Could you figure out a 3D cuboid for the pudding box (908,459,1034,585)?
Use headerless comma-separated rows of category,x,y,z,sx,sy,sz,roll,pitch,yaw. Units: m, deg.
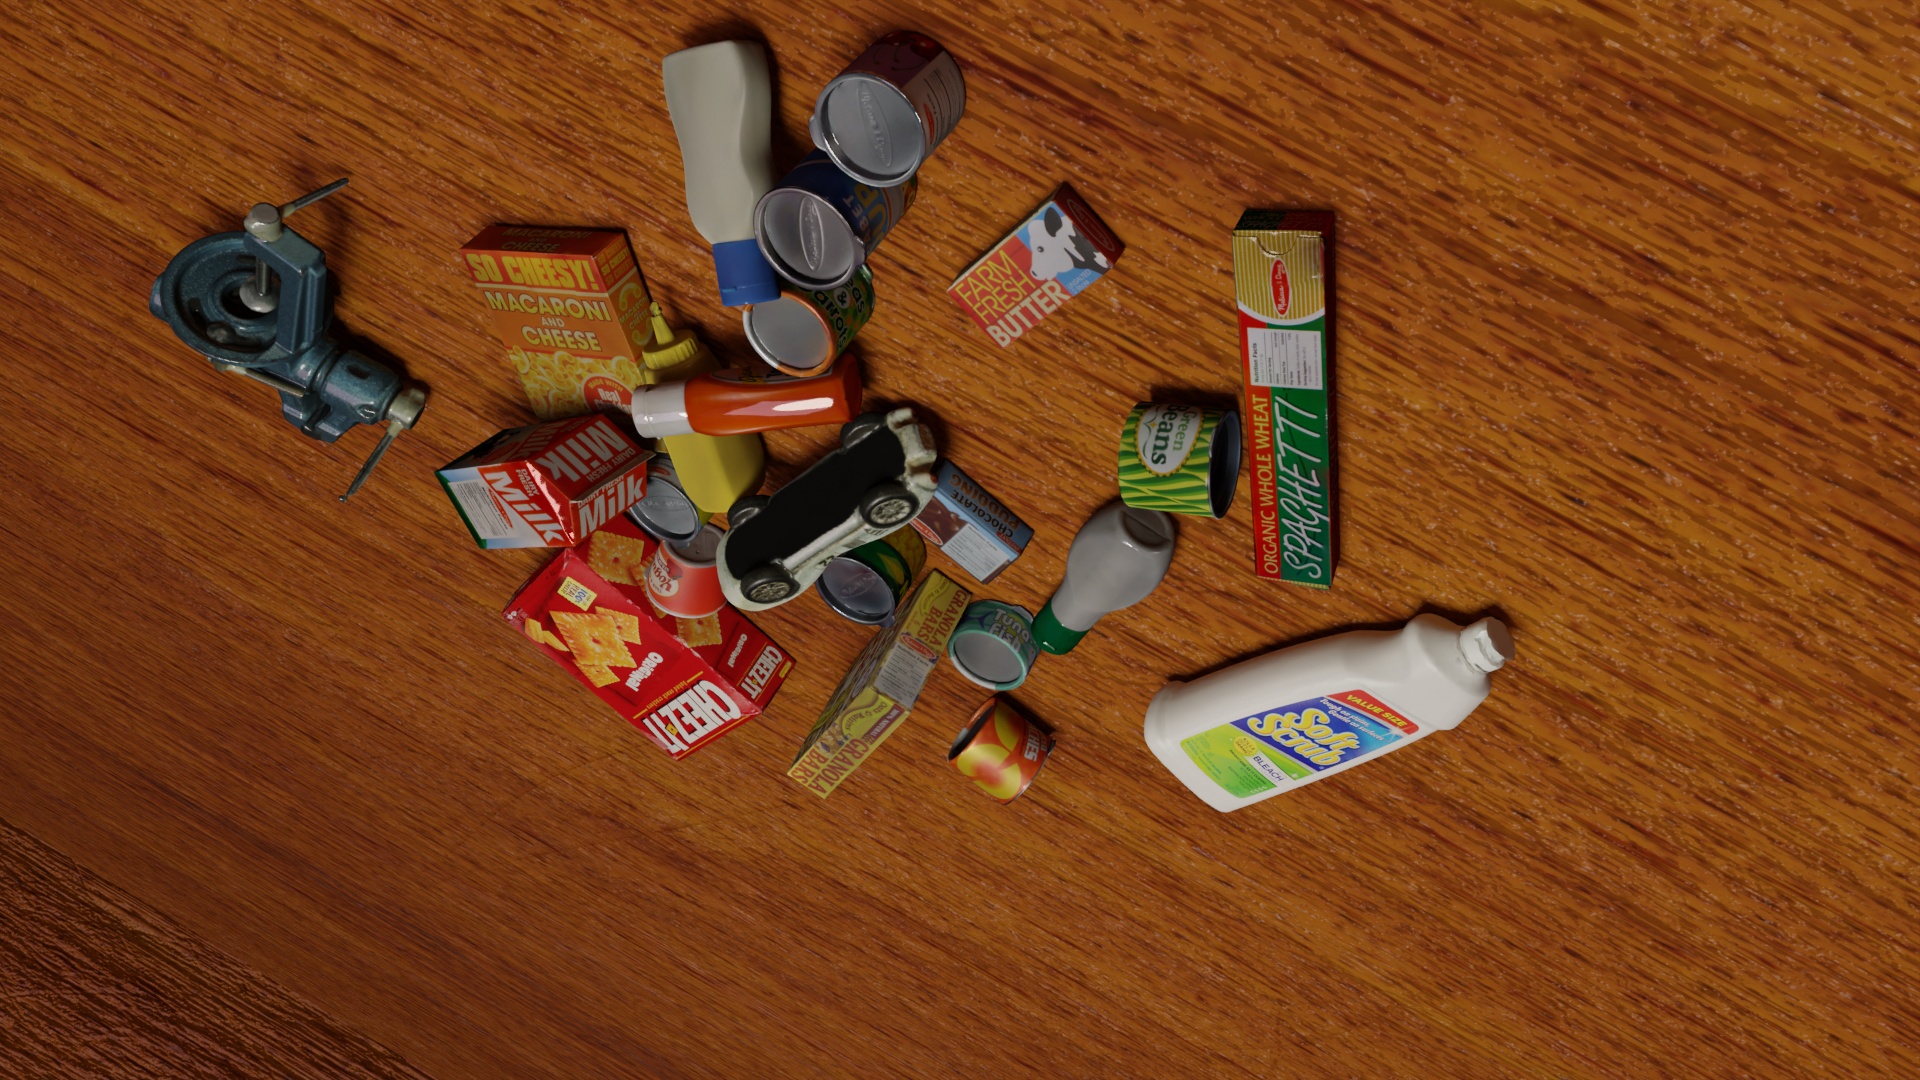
pudding box,0.003,-0.012,0.978,0.083,0.030,0.049,39,139,-7

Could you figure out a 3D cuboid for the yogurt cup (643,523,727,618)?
yogurt cup,-0.216,0.021,1.118,0.072,0.073,0.053,26,130,7

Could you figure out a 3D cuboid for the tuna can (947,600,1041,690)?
tuna can,0.027,0.079,1.048,0.071,0.033,0.070,17,137,17

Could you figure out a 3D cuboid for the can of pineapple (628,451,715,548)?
can of pineapple,-0.214,-0.039,1.061,0.071,0.058,0.070,17,136,17

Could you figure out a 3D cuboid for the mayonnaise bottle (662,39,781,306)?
mayonnaise bottle,-0.135,-0.214,0.820,0.065,0.041,0.147,1,105,33

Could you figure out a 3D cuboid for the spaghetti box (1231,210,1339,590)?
spaghetti box,0.192,-0.074,0.807,0.050,0.029,0.248,8,133,25

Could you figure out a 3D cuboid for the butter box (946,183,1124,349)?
butter box,0.043,-0.160,0.819,0.053,0.024,0.103,45,137,-13

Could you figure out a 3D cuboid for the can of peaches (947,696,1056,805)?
can of peaches,0.032,0.165,1.104,0.058,0.071,0.071,38,138,-5

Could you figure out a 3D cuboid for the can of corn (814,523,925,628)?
can of corn,-0.064,0.021,1.029,0.071,0.058,0.070,16,136,17

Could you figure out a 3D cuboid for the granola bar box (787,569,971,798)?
granola bar box,-0.064,0.111,1.064,0.039,0.125,0.164,35,138,-6

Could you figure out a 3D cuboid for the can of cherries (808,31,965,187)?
can of cherries,-0.040,-0.239,0.768,0.071,0.059,0.071,17,137,16

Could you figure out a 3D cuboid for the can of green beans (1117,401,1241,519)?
can of green beans,0.133,-0.049,0.838,0.058,0.071,0.071,8,133,25

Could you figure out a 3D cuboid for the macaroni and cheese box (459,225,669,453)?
macaroni and cheese box,-0.275,-0.146,1.011,0.124,0.040,0.165,8,134,25

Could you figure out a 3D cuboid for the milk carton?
milk carton,-0.302,-0.043,1.027,0.190,0.073,0.073,-1,121,46

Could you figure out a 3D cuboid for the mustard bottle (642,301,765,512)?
mustard bottle,-0.189,-0.099,0.990,0.049,0.066,0.159,-4,121,27

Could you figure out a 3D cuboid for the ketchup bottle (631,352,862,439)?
ketchup bottle,-0.143,-0.094,0.929,0.149,0.065,0.043,-6,112,8

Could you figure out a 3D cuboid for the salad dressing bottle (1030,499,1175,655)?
salad dressing bottle,0.093,0.029,0.955,0.064,0.044,0.147,32,139,-2

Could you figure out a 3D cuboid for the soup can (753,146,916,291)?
soup can,-0.069,-0.194,0.808,0.071,0.084,0.071,17,136,17

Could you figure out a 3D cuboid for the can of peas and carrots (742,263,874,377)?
can of peas and carrots,-0.095,-0.147,0.887,0.071,0.059,0.070,17,136,17
